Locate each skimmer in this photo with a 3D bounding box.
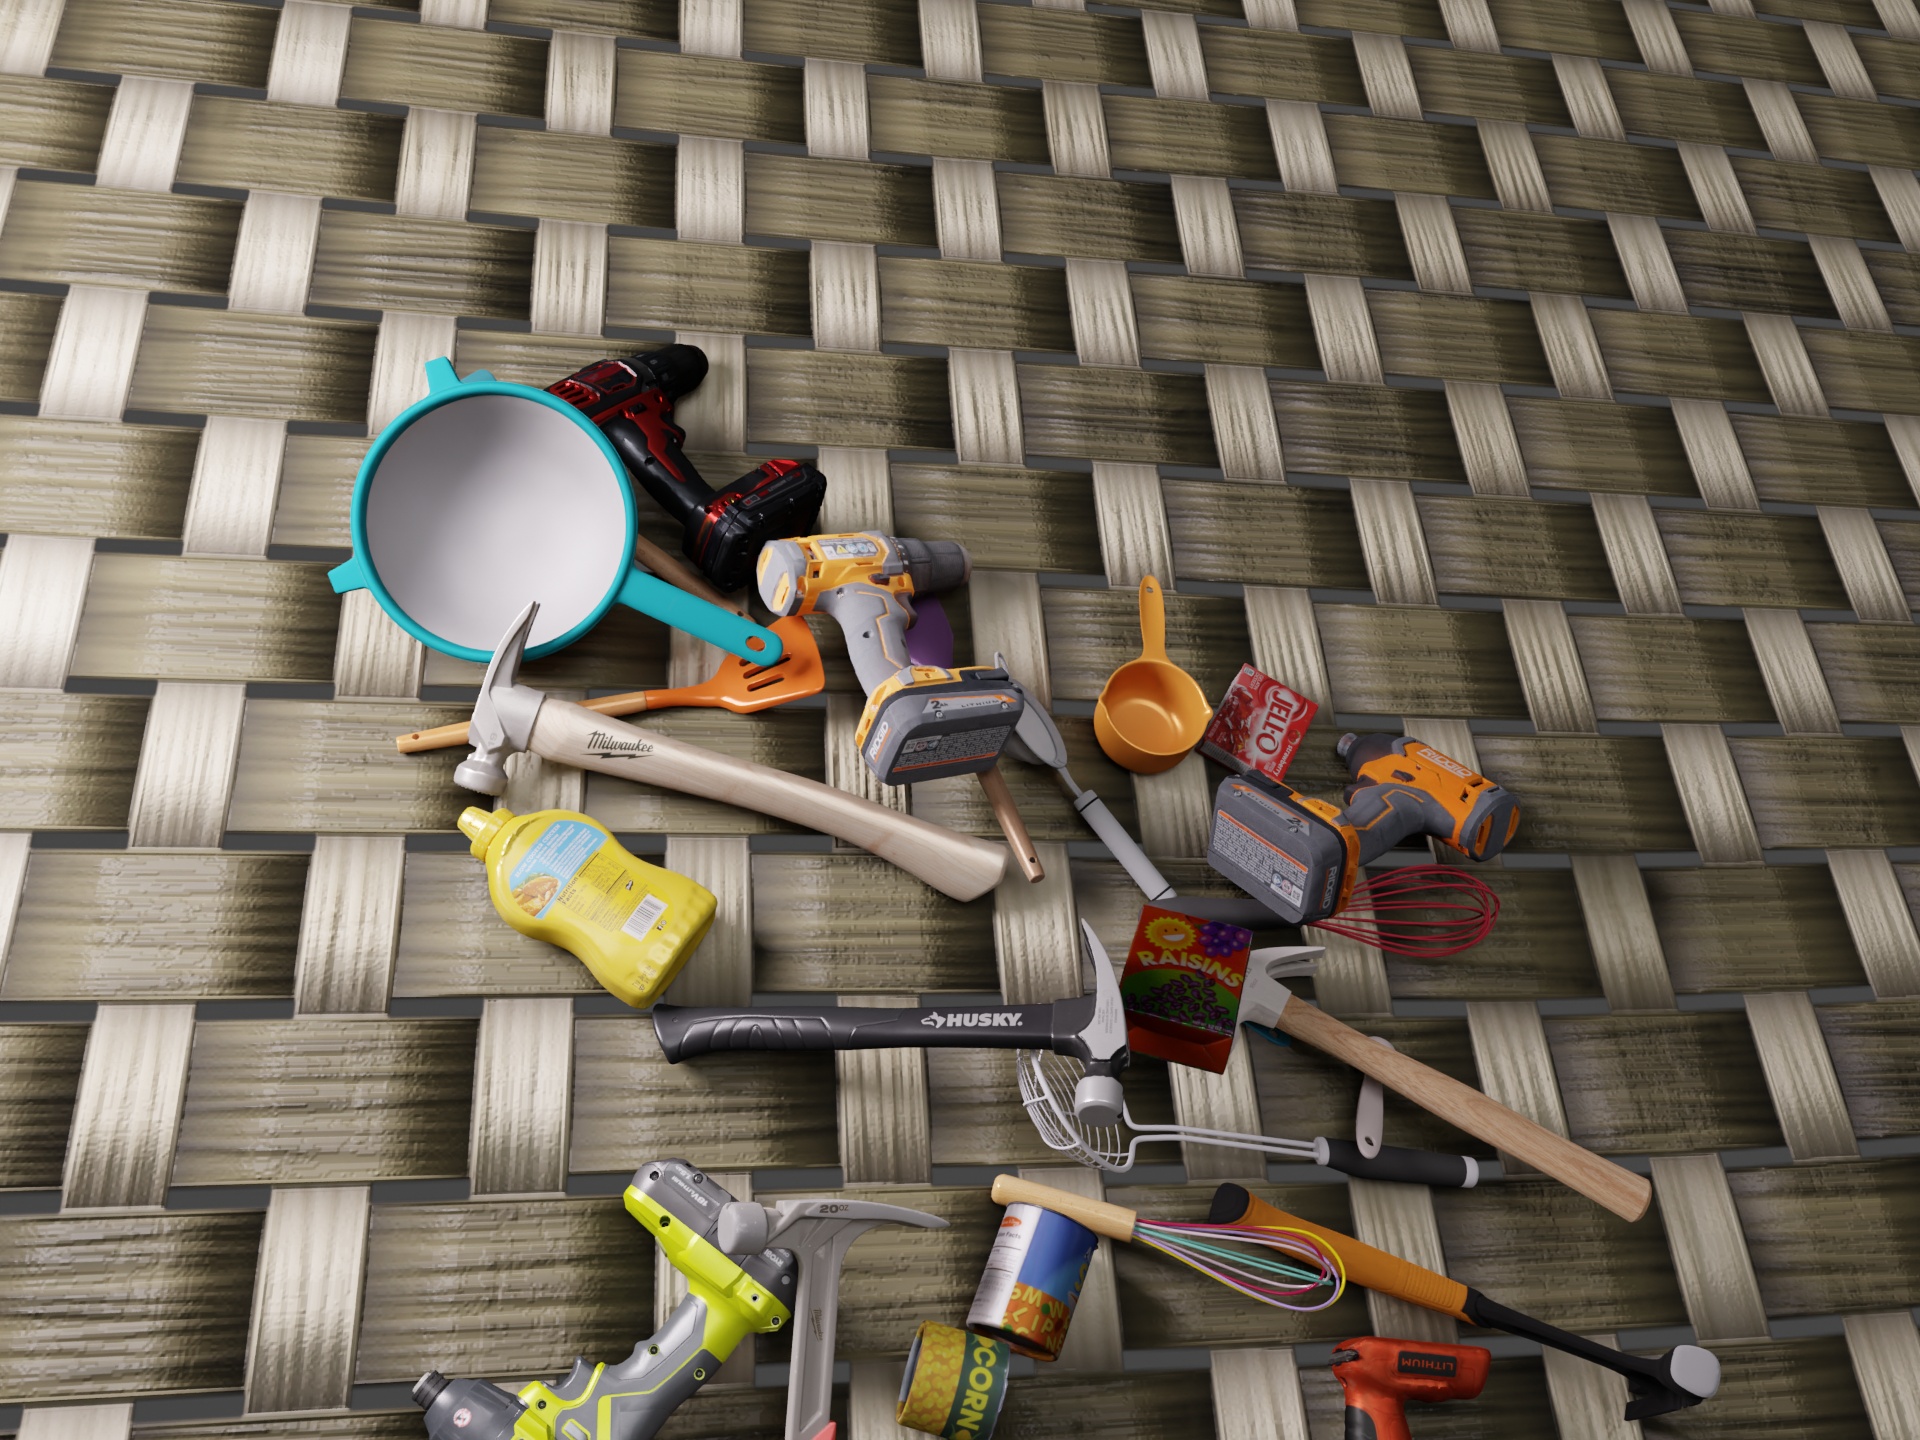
[{"bbox_3d":[0.211,0.282,1.138,0.363,0.090,0.127,10,32,-9],"label":"skimmer"}]

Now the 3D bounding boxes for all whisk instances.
[{"bbox_3d":[0.141,0.351,1.093,0.245,0.051,0.047,13,91,12],"label":"whisk"},{"bbox_3d":[0.281,0.149,1.237,0.295,0.073,0.073,0,62,-10],"label":"whisk"}]

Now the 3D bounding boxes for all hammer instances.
[{"bbox_3d":[-0.052,0.206,1.091,0.335,0.035,0.146,-2,45,11],"label":"hammer"},{"bbox_3d":[0.341,0.266,1.163,0.331,0.031,0.130,27,42,13],"label":"hammer"},{"bbox_3d":[-0.158,0.040,1.194,0.410,0.038,0.146,18,89,-6],"label":"hammer"},{"bbox_3d":[0.336,0.402,1.110,0.337,0.127,0.034,19,61,10],"label":"hammer"},{"bbox_3d":[-0.087,0.476,0.959,0.149,0.037,0.359,11,73,-27],"label":"hammer"}]

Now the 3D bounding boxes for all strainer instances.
[{"bbox_3d":[0.092,0.059,1.261,0.258,0.050,0.087,51,21,10],"label":"strainer"},{"bbox_3d":[-0.294,-0.123,1.239,0.340,0.095,0.211,25,91,-7],"label":"strainer"}]

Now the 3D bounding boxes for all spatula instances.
[{"bbox_3d":[-0.295,-0.169,1.299,0.317,0.044,0.082,35,54,6],"label":"spatula"},{"bbox_3d":[-0.267,-0.017,1.225,0.322,0.041,0.081,-11,58,-16],"label":"spatula"},{"bbox_3d":[-0.002,-0.004,1.270,0.059,0.018,0.316,-14,58,-20],"label":"spatula"}]

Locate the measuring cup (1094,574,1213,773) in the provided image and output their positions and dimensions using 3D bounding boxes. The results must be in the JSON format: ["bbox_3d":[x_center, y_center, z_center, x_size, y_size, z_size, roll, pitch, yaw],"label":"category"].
[{"bbox_3d":[0.154,-0.037,1.319,0.095,0.052,0.174,7,59,-8],"label":"measuring cup"}]

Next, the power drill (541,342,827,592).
[{"bbox_3d":[-0.219,-0.225,1.317,0.227,0.080,0.188,38,43,11],"label":"power drill"}]

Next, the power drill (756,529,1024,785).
[{"bbox_3d":[-0.035,-0.063,1.244,0.185,0.084,0.226,-8,51,-34],"label":"power drill"}]

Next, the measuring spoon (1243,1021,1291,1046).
[{"bbox_3d":[0.196,0.214,1.217,0.128,0.021,0.042,35,46,-2],"label":"measuring spoon"}]

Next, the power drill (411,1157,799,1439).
[{"bbox_3d":[-0.214,0.396,0.997,0.171,0.080,0.223,36,64,7],"label":"power drill"}]

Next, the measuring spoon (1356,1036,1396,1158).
[{"bbox_3d":[0.307,0.275,1.174,0.034,0.018,0.124,29,34,1],"label":"measuring spoon"}]

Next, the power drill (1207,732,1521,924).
[{"bbox_3d":[0.303,0.070,1.245,0.226,0.084,0.164,-14,33,-31],"label":"power drill"}]
